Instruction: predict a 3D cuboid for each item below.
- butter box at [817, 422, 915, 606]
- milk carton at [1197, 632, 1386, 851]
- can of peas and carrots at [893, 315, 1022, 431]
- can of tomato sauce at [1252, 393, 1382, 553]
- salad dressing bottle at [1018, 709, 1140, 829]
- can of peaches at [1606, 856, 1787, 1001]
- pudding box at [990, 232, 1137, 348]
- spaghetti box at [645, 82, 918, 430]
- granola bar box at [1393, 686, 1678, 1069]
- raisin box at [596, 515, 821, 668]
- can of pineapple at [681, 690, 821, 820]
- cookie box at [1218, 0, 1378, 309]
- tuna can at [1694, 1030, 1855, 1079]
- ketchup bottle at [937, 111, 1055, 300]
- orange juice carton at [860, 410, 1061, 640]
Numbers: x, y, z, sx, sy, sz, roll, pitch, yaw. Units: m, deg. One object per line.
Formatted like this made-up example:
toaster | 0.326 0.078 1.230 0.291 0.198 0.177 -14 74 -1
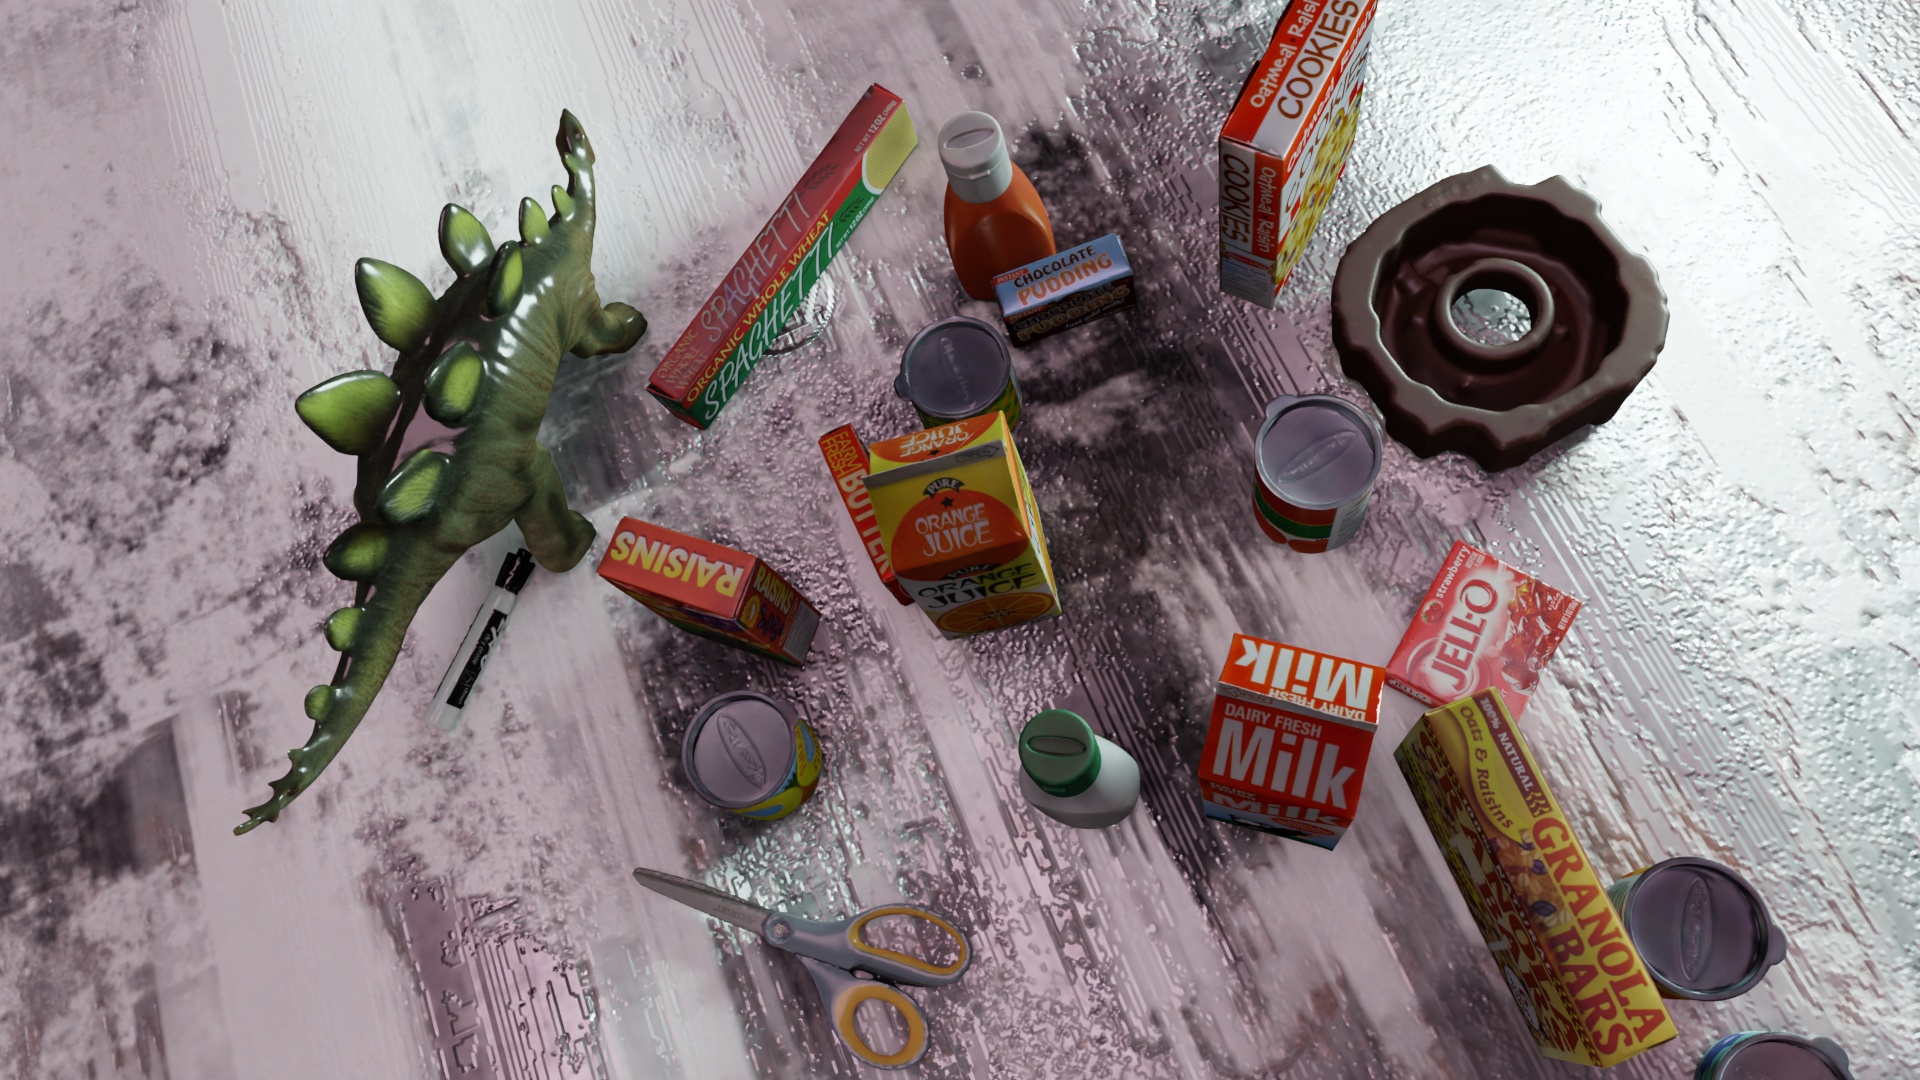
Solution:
butter box | -0.050 -0.015 0.827 0.024 0.053 0.104 -26 69 1
milk carton | 0.160 0.098 0.677 0.072 0.190 0.073 13 75 14
can of peas and carrots | -0.001 -0.092 0.841 0.071 0.058 0.071 -3 71 9
can of tomato sauce | 0.195 -0.036 0.773 0.071 0.083 0.071 -3 72 10
salad dressing bottle | 0.058 0.118 0.712 0.064 0.147 0.044 4 73 12
can of peaches | 0.356 0.192 0.680 0.071 0.058 0.071 -3 71 9
pudding box | 0.064 -0.153 0.854 0.084 0.049 0.030 -19 70 4
spaghetti box | -0.111 -0.182 0.896 0.029 0.050 0.250 31 80 18
granola bar box | 0.270 0.162 0.670 0.039 0.124 0.166 -23 69 3
raisin box | -0.139 0.032 0.790 0.086 0.123 0.040 17 76 15
can of pineapple | -0.115 0.123 0.790 0.071 0.057 0.071 -3 71 9
cookie box | 0.189 -0.227 0.793 0.040 0.167 0.123 25 78 17
tuna can | 0.390 0.267 0.662 0.071 0.032 0.071 -3 71 9
ketchup bottle | 0.018 -0.196 0.824 0.065 0.148 0.043 -16 70 5
orange juice carton | 0.003 -0.009 0.741 0.072 0.192 0.073 -14 70 6
